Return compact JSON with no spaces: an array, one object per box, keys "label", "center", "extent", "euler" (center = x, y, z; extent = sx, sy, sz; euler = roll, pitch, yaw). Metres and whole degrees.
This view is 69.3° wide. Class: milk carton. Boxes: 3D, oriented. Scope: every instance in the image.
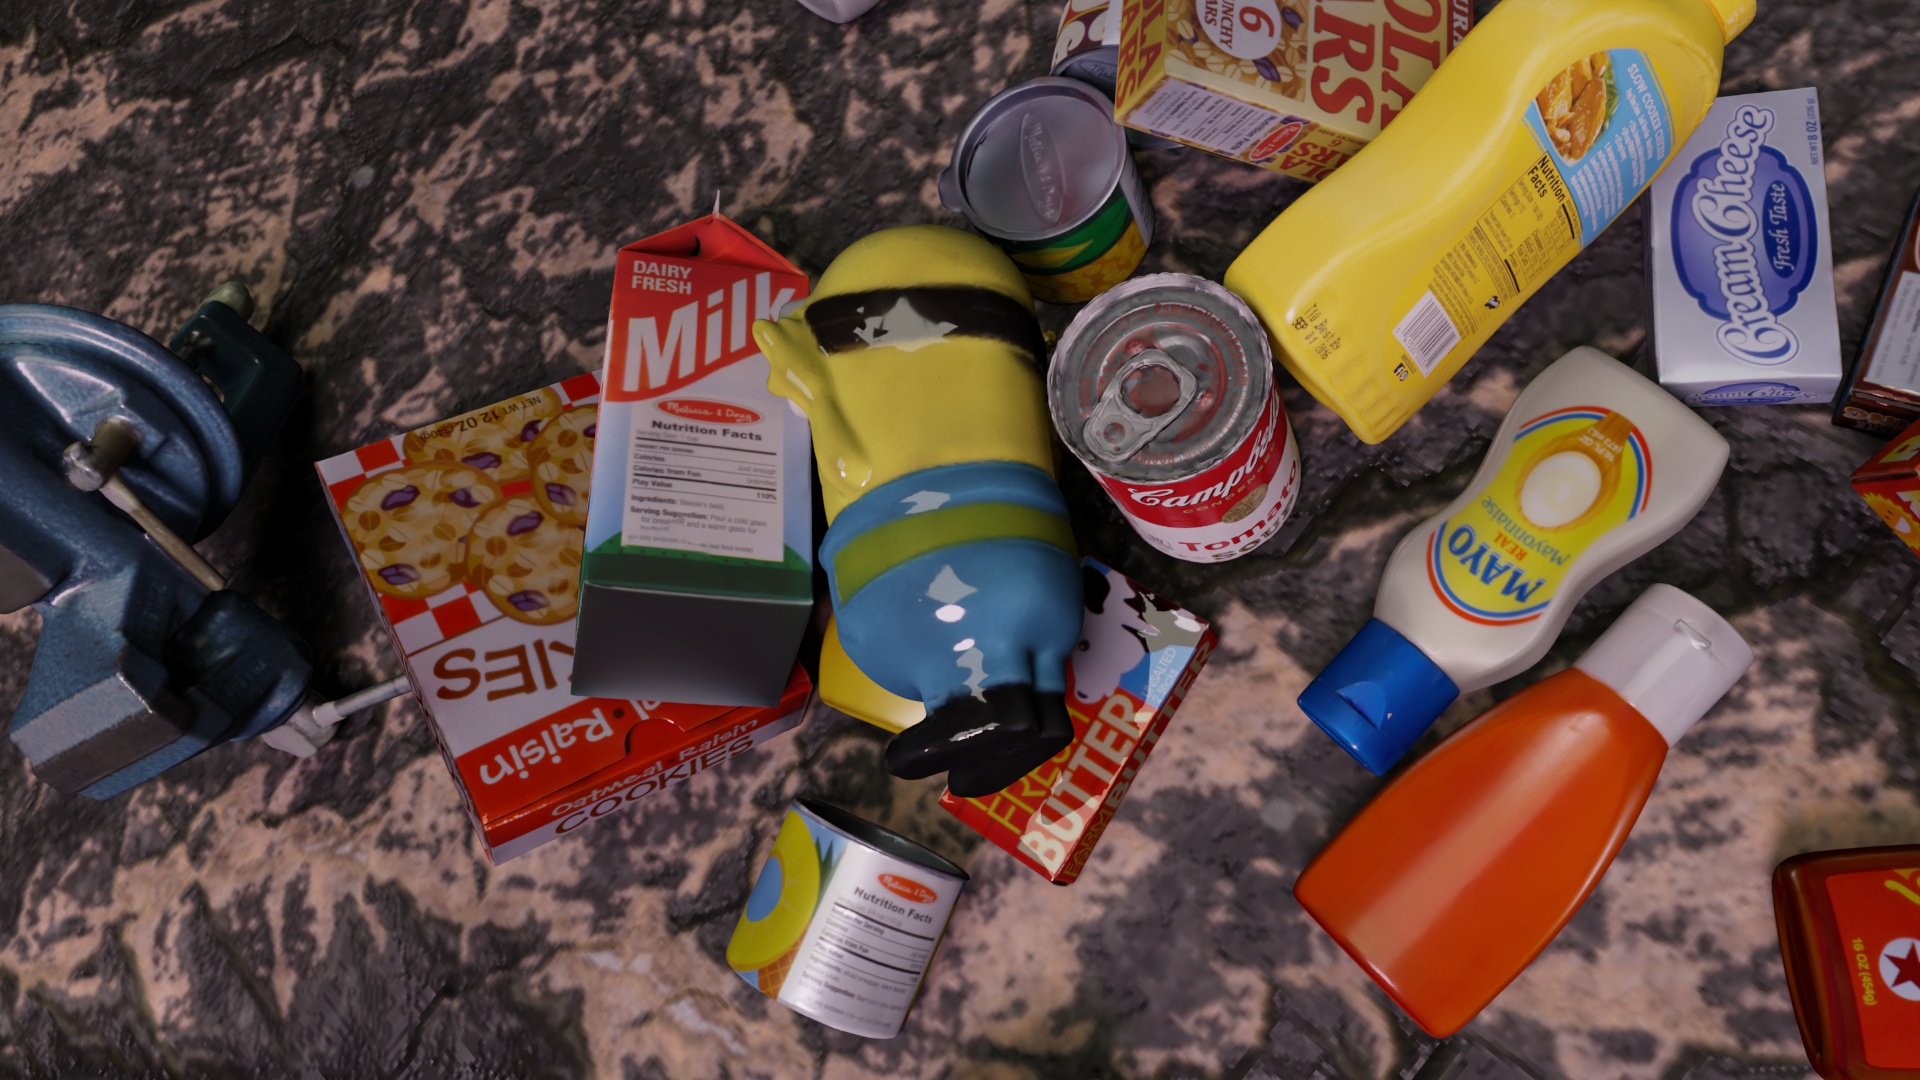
[{"label":"milk carton","center":[-0.096,-0.040,0.508],"extent":[0.073,0.072,0.191],"euler":[6,53,-15]}]

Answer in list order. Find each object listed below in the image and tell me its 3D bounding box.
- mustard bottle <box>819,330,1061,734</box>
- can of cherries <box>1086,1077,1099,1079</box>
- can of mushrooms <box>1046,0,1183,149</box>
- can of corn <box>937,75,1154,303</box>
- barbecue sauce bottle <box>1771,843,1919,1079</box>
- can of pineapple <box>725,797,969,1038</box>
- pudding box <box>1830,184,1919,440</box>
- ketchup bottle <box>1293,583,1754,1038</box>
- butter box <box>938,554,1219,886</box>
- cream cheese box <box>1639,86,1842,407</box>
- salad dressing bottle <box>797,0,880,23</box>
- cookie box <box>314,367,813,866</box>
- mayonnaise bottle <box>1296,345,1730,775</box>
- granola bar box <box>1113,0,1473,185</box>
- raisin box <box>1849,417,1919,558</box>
[{"label":"mustard bottle","center":[0.002,-0.006,0.505],"extent":[0.065,0.048,0.160],"euler":[16,80,23]},{"label":"can of cherries","center":[0.020,0.204,0.424],"extent":[0.071,0.071,0.058],"euler":[-23,69,12]},{"label":"can of mushrooms","center":[0.067,-0.179,0.527],"extent":[0.071,0.071,0.033],"euler":[6,75,21]},{"label":"can of corn","center":[0.034,-0.130,0.526],"extent":[0.071,0.058,0.071],"euler":[-5,73,18]},{"label":"barbecue sauce bottle","center":[0.305,0.111,0.368],"extent":[0.148,0.043,0.065],"euler":[-7,71,17]},{"label":"can of pineapple","center":[-0.039,0.127,0.472],"extent":[0.071,0.071,0.058],"euler":[21,83,23]},{"label":"pudding box","center":[0.311,-0.070,0.428],"extent":[0.050,0.030,0.084],"euler":[21,82,24]},{"label":"ketchup bottle","center":[0.174,0.077,0.423],"extent":[0.149,0.043,0.065],"euler":[-46,69,2]},{"label":"butter box","center":[0.041,0.062,0.485],"extent":[0.053,0.024,0.103],"euler":[29,85,25]},{"label":"cream cheese box","center":[0.255,-0.096,0.458],"extent":[0.053,0.024,0.104],"euler":[-1,74,20]},{"label":"salad dressing bottle","center":[-0.025,-0.298,0.605],"extent":[0.064,0.044,0.147],"euler":[33,87,23]},{"label":"cookie box","center":[-0.150,0.020,0.523],"extent":[0.123,0.040,0.168],"euler":[-23,63,-24]},{"label":"mayonnaise bottle","center":[0.171,0.010,0.446],"extent":[0.148,0.041,0.065],"euler":[-47,68,0]},{"label":"granola bar box","center":[0.122,-0.212,0.495],"extent":[0.124,0.039,0.166],"euler":[11,75,-19]},{"label":"raisin box","center":[0.325,0.001,0.377],"extent":[0.086,0.040,0.123],"euler":[-41,85,5]}]
